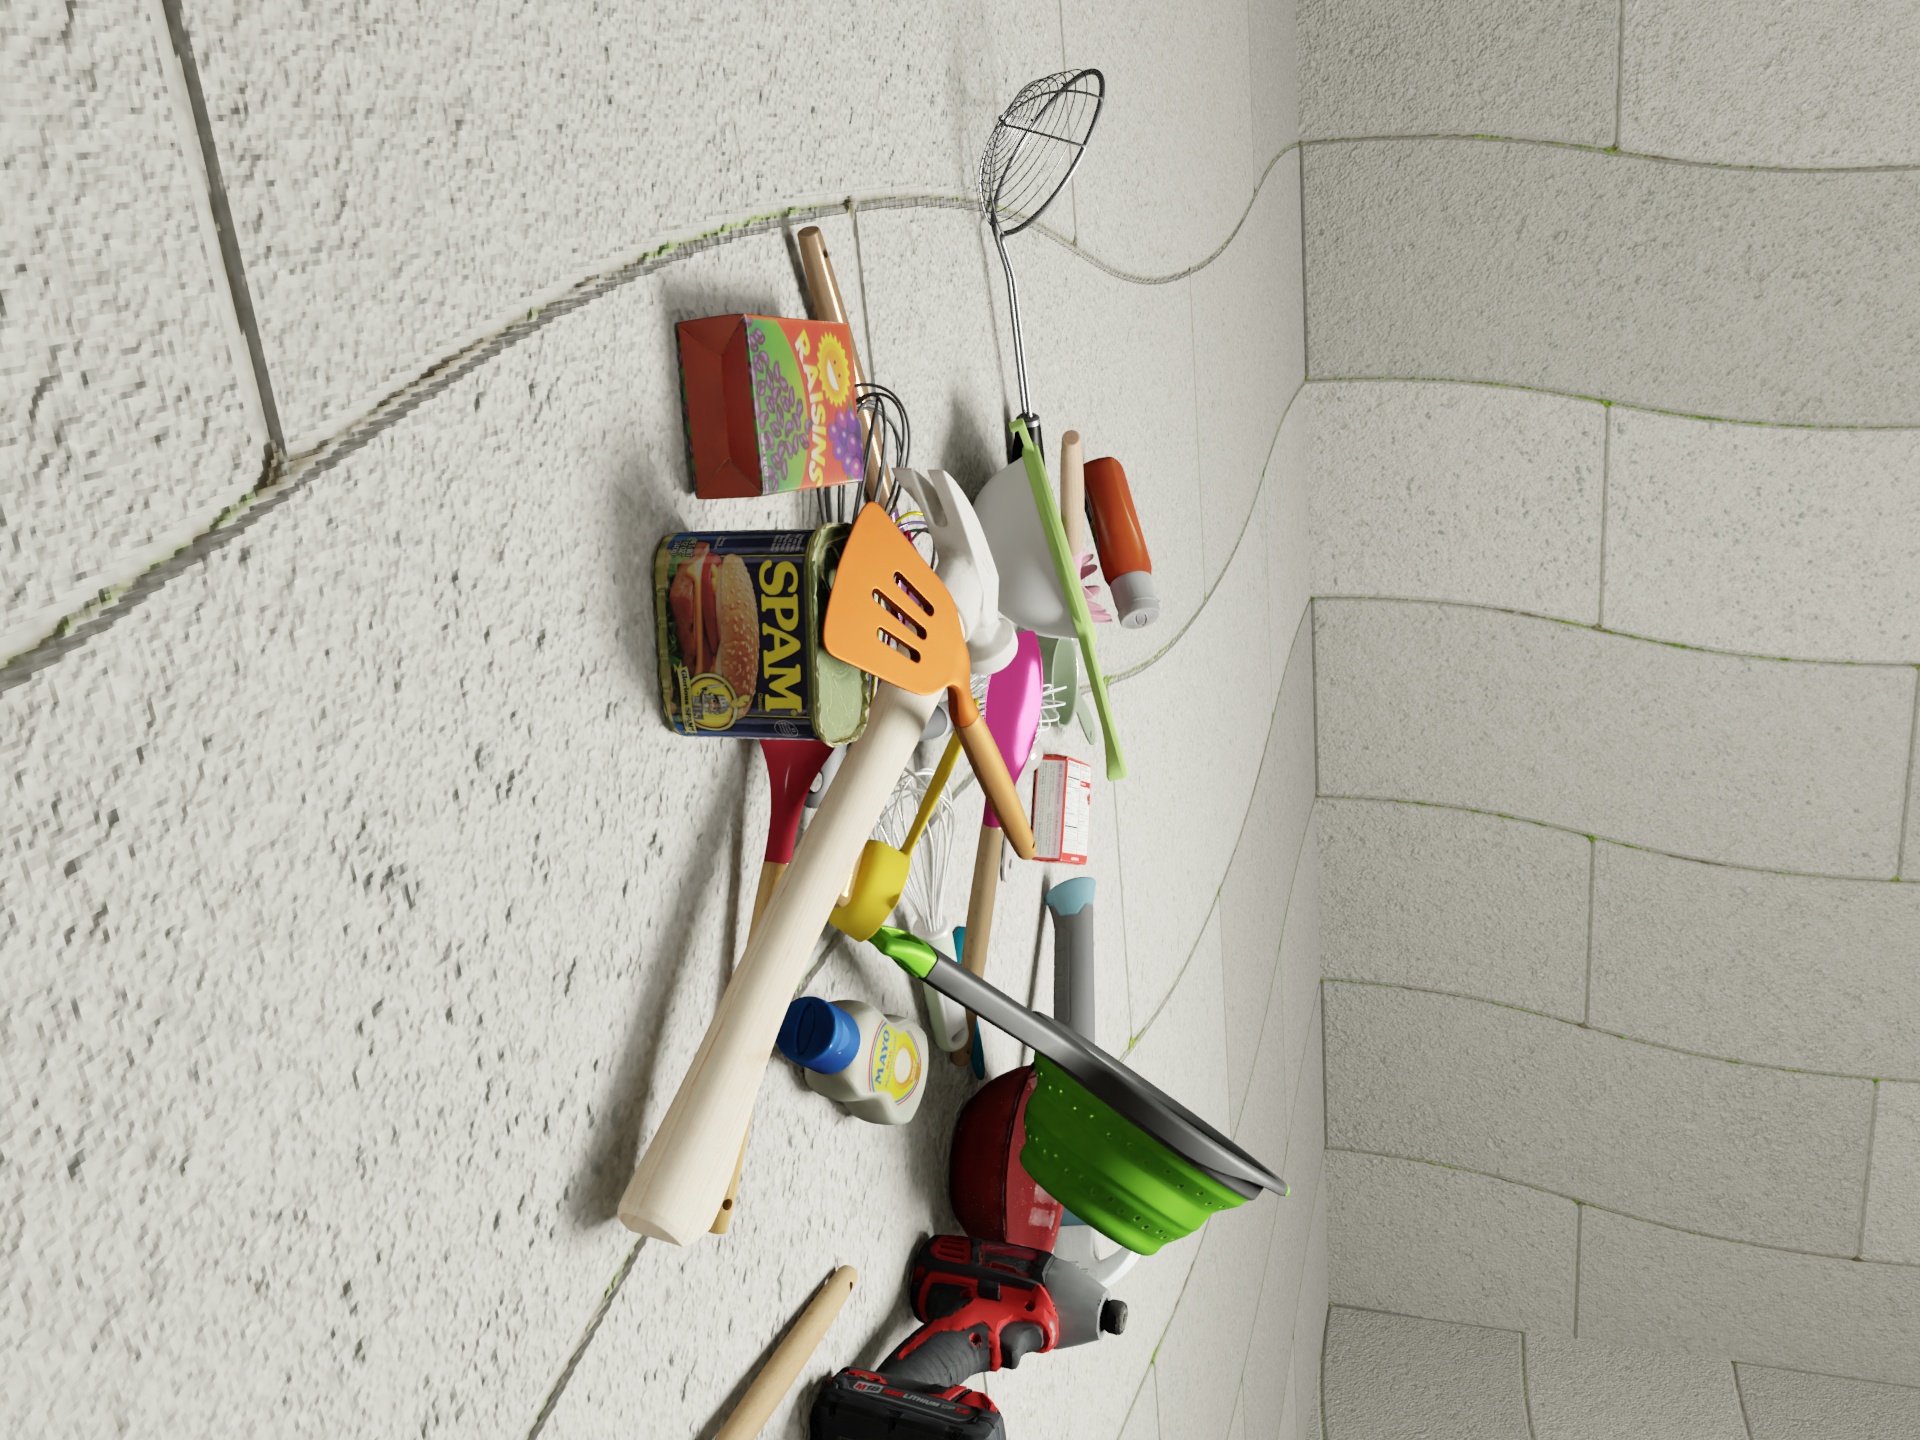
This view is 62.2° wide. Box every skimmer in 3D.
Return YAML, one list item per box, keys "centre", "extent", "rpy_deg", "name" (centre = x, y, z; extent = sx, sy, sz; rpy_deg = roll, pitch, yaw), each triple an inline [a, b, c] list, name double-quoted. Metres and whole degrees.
- centre: [0.072, -0.287, 1.185]
  extent: [0.127, 0.090, 0.363]
  rpy_deg: [-119, -161, -59]
  name: "skimmer"

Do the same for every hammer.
- centre: [0.089, 0.284, 1.266]
  extent: [0.033, 0.128, 0.331]
  rpy_deg: [54, 34, -59]
  name: "hammer"
- centre: [-0.067, 0.056, 0.790]
  extent: [0.411, 0.038, 0.146]
  rpy_deg: [-66, 149, -33]
  name: "hammer"

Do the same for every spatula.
- centre: [-0.001, 0.006, 0.842]
  extent: [0.322, 0.041, 0.081]
  rpy_deg: [65, 36, -60]
  name: "spatula"
- centre: [-0.050, -0.149, 0.954]
  extent: [0.060, 0.018, 0.315]
  rpy_deg: [-72, 155, -42]
  name: "spatula"

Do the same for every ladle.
- centre: [-0.099, 0.098, 0.809]
  extent: [0.069, 0.031, 0.315]
  rpy_deg: [16, 78, -39]
  name: "ladle"
- centre: [-0.101, 0.357, 0.786]
  extent: [0.320, 0.062, 0.078]
  rpy_deg: [-33, 122, -70]
  name: "ladle"

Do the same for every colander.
- centre: [0.056, 0.249, 1.020]
  extent: [0.396, 0.205, 0.094]
  rpy_deg: [38, 84, -36]
  name: "colander"

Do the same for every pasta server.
- centre: [0.095, -0.148, 1.240]
  extent: [0.316, 0.040, 0.060]
  rpy_deg: [76, 0, -72]
  name: "pasta server"

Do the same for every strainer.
- centre: [0.056, -0.070, 1.111]
  extent: [0.151, 0.069, 0.257]
  rpy_deg: [60, 15, -66]
  name: "strainer"

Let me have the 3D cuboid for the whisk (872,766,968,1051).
- centre: [-0.019, 0.126, 1.018]
  extent: [0.058, 0.059, 0.246]
  rpy_deg: [-34, 134, -30]
  name: "whisk"

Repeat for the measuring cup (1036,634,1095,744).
- centre: [0.079, -0.015, 1.300]
  extent: [0.167, 0.038, 0.083]
  rpy_deg: [55, 40, -62]
  name: "measuring cup"

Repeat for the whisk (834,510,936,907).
- centre: [-0.048, -0.012, 0.907]
  extent: [0.047, 0.051, 0.245]
  rpy_deg: [60, 39, -61]
  name: "whisk"

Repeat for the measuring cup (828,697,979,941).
- centre: [-0.034, 0.051, 0.912]
  extent: [0.156, 0.029, 0.062]
  rpy_deg: [-64, -164, -10]
  name: "measuring cup"

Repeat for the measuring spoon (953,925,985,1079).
- centre: [0.014, 0.207, 1.146]
  extent: [0.042, 0.021, 0.128]
  rpy_deg: [-54, 139, -58]
  name: "measuring spoon"

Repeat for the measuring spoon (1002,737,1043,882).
- centre: [0.049, 0.068, 1.246]
  extent: [0.034, 0.018, 0.124]
  rpy_deg: [52, 44, -61]
  name: "measuring spoon"

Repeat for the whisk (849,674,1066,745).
- centre: [-0.003, -0.003, 1.051]
  extent: [0.284, 0.070, 0.070]
  rpy_deg: [-13, 104, -64]
  name: "whisk"

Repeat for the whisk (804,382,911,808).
- centre: [-0.067, -0.070, 0.880]
  extent: [0.055, 0.055, 0.239]
  rpy_deg: [23, 74, -69]
  name: "whisk"

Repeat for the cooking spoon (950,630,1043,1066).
- centre: [0.018, 0.092, 1.068]
  extent: [0.068, 0.017, 0.318]
  rpy_deg: [-20, 123, -53]
  name: "cooking spoon"

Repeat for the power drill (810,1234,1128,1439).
- centre: [0.010, 0.396, 0.973]
  extent: [0.219, 0.143, 0.078]
  rpy_deg: [-30, 122, -65]
  name: "power drill"
